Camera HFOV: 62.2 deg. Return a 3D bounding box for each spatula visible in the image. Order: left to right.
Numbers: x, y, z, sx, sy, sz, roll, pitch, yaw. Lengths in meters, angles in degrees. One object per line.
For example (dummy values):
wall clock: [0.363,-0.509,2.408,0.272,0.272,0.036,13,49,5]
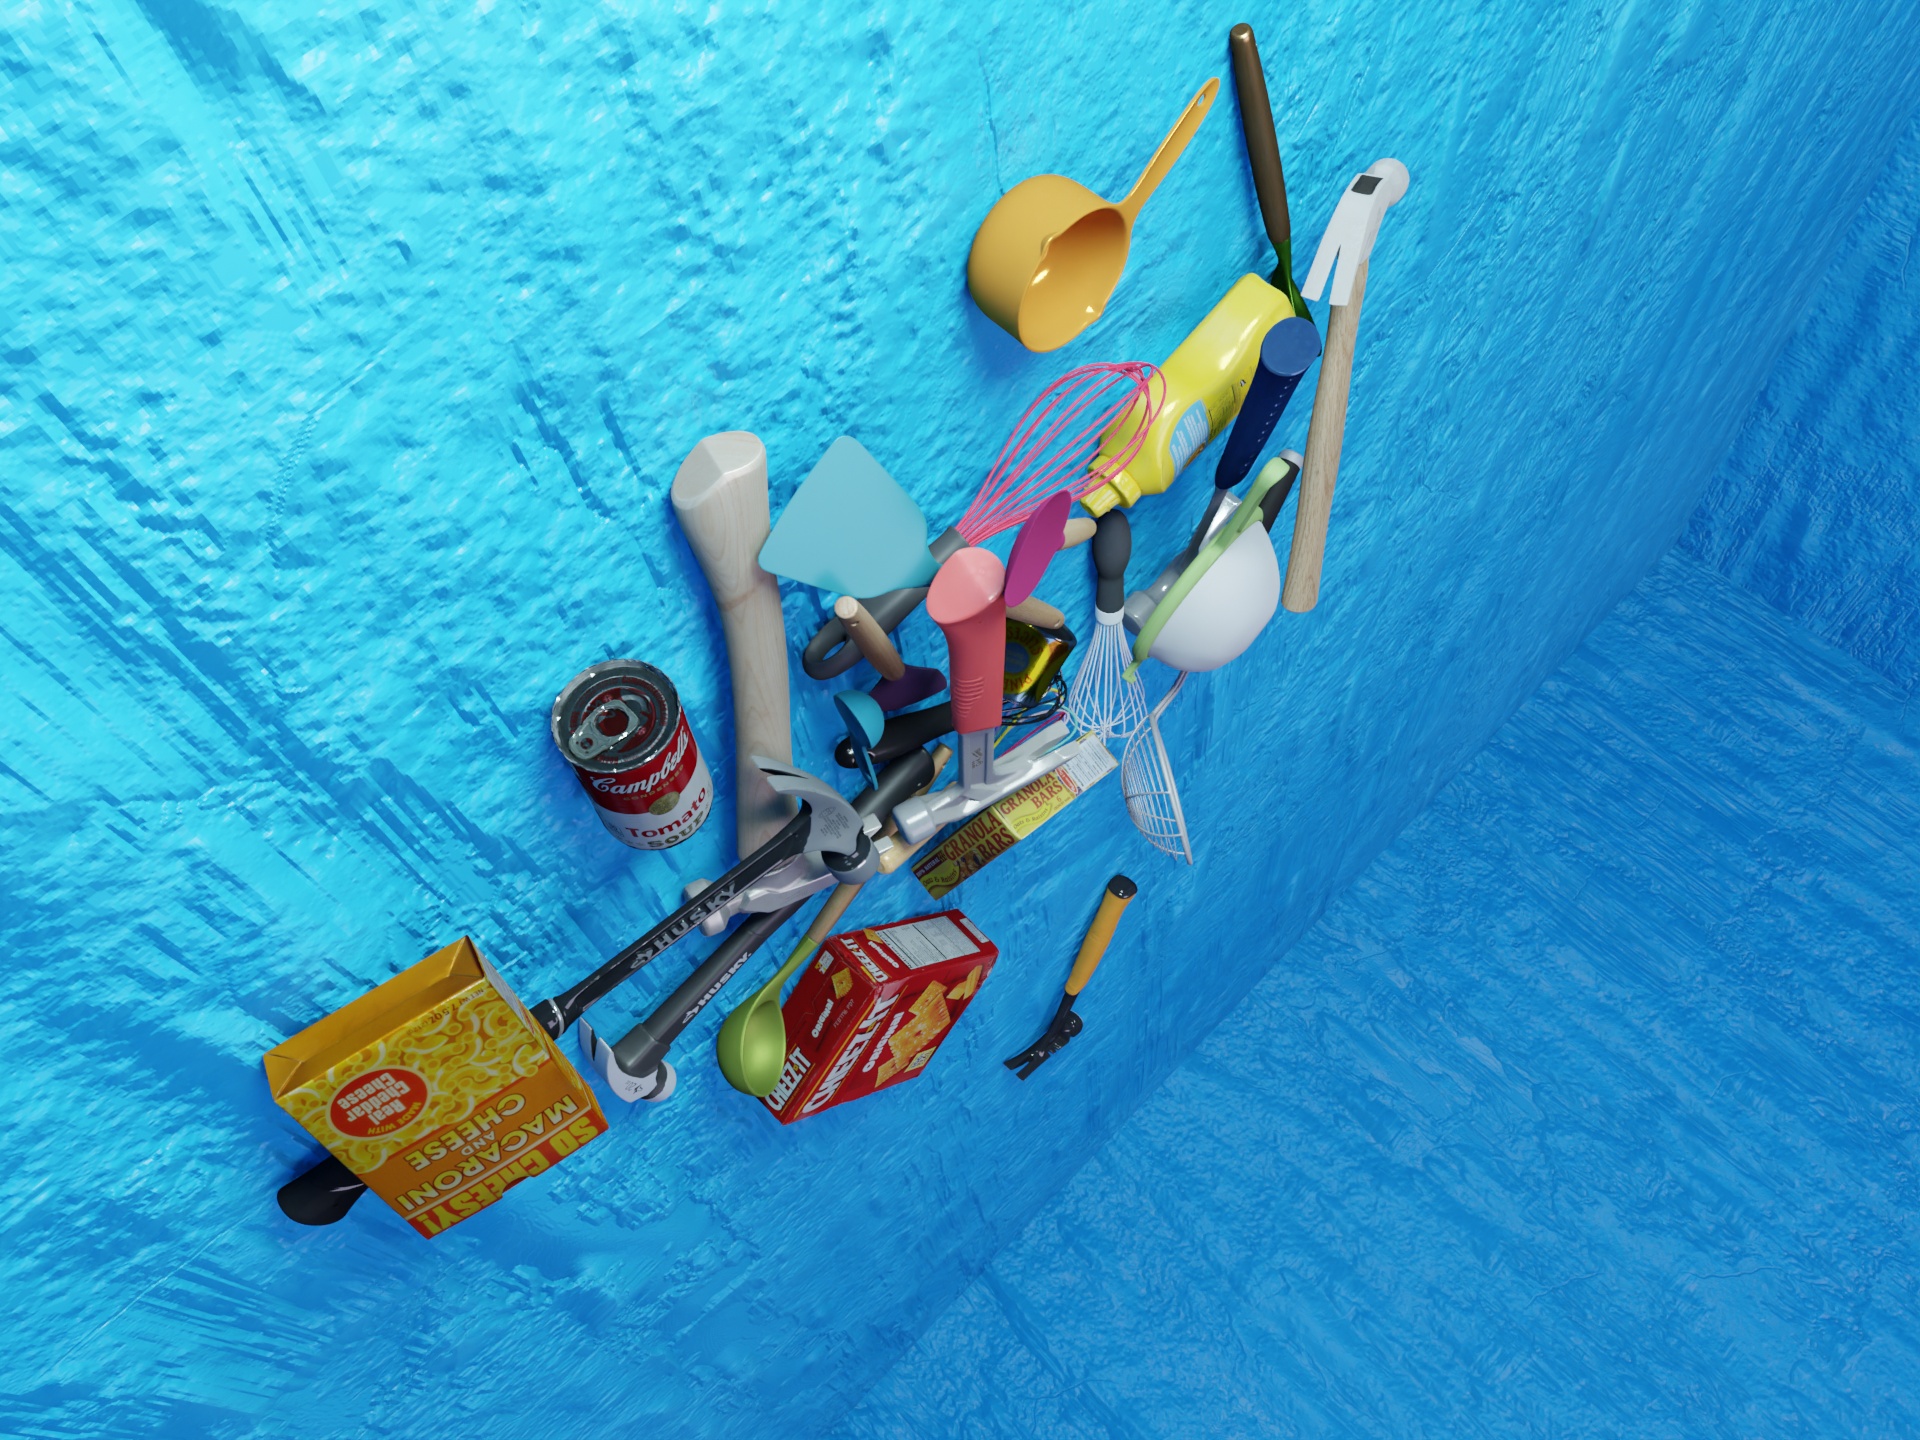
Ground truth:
spatula: [-0.047,-0.035,0.987,0.060,0.018,0.315,-23,170,1]
spatula: [-0.005,-0.088,0.943,0.082,0.044,0.317,-55,158,10]

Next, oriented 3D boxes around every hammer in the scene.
hammer: [-0.234,0.169,0.968,0.409,0.036,0.149,-37,147,-8]
hammer: [-0.141,0.141,1.161,0.335,0.035,0.146,-46,158,-7]
hammer: [-0.110,-0.011,0.946,0.146,0.038,0.410,-23,147,-19]
hammer: [0.019,-0.016,1.023,0.149,0.037,0.358,-29,161,-11]
hammer: [0.143,0.309,1.935,0.127,0.034,0.336,-30,151,-40]
hammer: [0.197,-0.179,1.161,0.144,0.035,0.405,-45,171,-13]
hammer: [0.266,-0.223,1.150,0.130,0.031,0.331,-48,148,-46]

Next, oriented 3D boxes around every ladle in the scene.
ladle: [-0.092,0.157,1.250,0.320,0.062,0.078,-55,161,7]

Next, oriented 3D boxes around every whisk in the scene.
whisk: [-0.003,-0.004,1.179,0.239,0.055,0.055,-20,144,-42]
whisk: [0.015,0.049,1.253,0.245,0.051,0.047,-40,164,-38]
whisk: [0.015,-0.126,1.001,0.296,0.073,0.073,-42,156,-5]
whisk: [0.120,-0.070,1.287,0.070,0.070,0.284,-39,150,-23]

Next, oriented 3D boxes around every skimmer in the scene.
skimmer: [0.232,-0.058,1.343,0.363,0.090,0.127,-63,162,-8]

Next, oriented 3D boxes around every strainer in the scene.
strainer: [0.213,-0.109,1.188,0.151,0.069,0.256,-45,171,-22]

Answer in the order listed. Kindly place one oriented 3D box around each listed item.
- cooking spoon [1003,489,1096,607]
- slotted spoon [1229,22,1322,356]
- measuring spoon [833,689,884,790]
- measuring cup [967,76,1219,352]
cooking spoon: [0.058,-0.110,0.957,0.068,0.017,0.319,-66,174,12]
slotted spoon: [0.205,-0.336,1.040,0.031,0.070,0.313,-15,155,12]
measuring spoon: [-0.059,0.014,1.058,0.021,0.042,0.128,-35,158,-13]
measuring cup: [0.070,-0.285,0.862,0.173,0.052,0.095,-53,157,5]
